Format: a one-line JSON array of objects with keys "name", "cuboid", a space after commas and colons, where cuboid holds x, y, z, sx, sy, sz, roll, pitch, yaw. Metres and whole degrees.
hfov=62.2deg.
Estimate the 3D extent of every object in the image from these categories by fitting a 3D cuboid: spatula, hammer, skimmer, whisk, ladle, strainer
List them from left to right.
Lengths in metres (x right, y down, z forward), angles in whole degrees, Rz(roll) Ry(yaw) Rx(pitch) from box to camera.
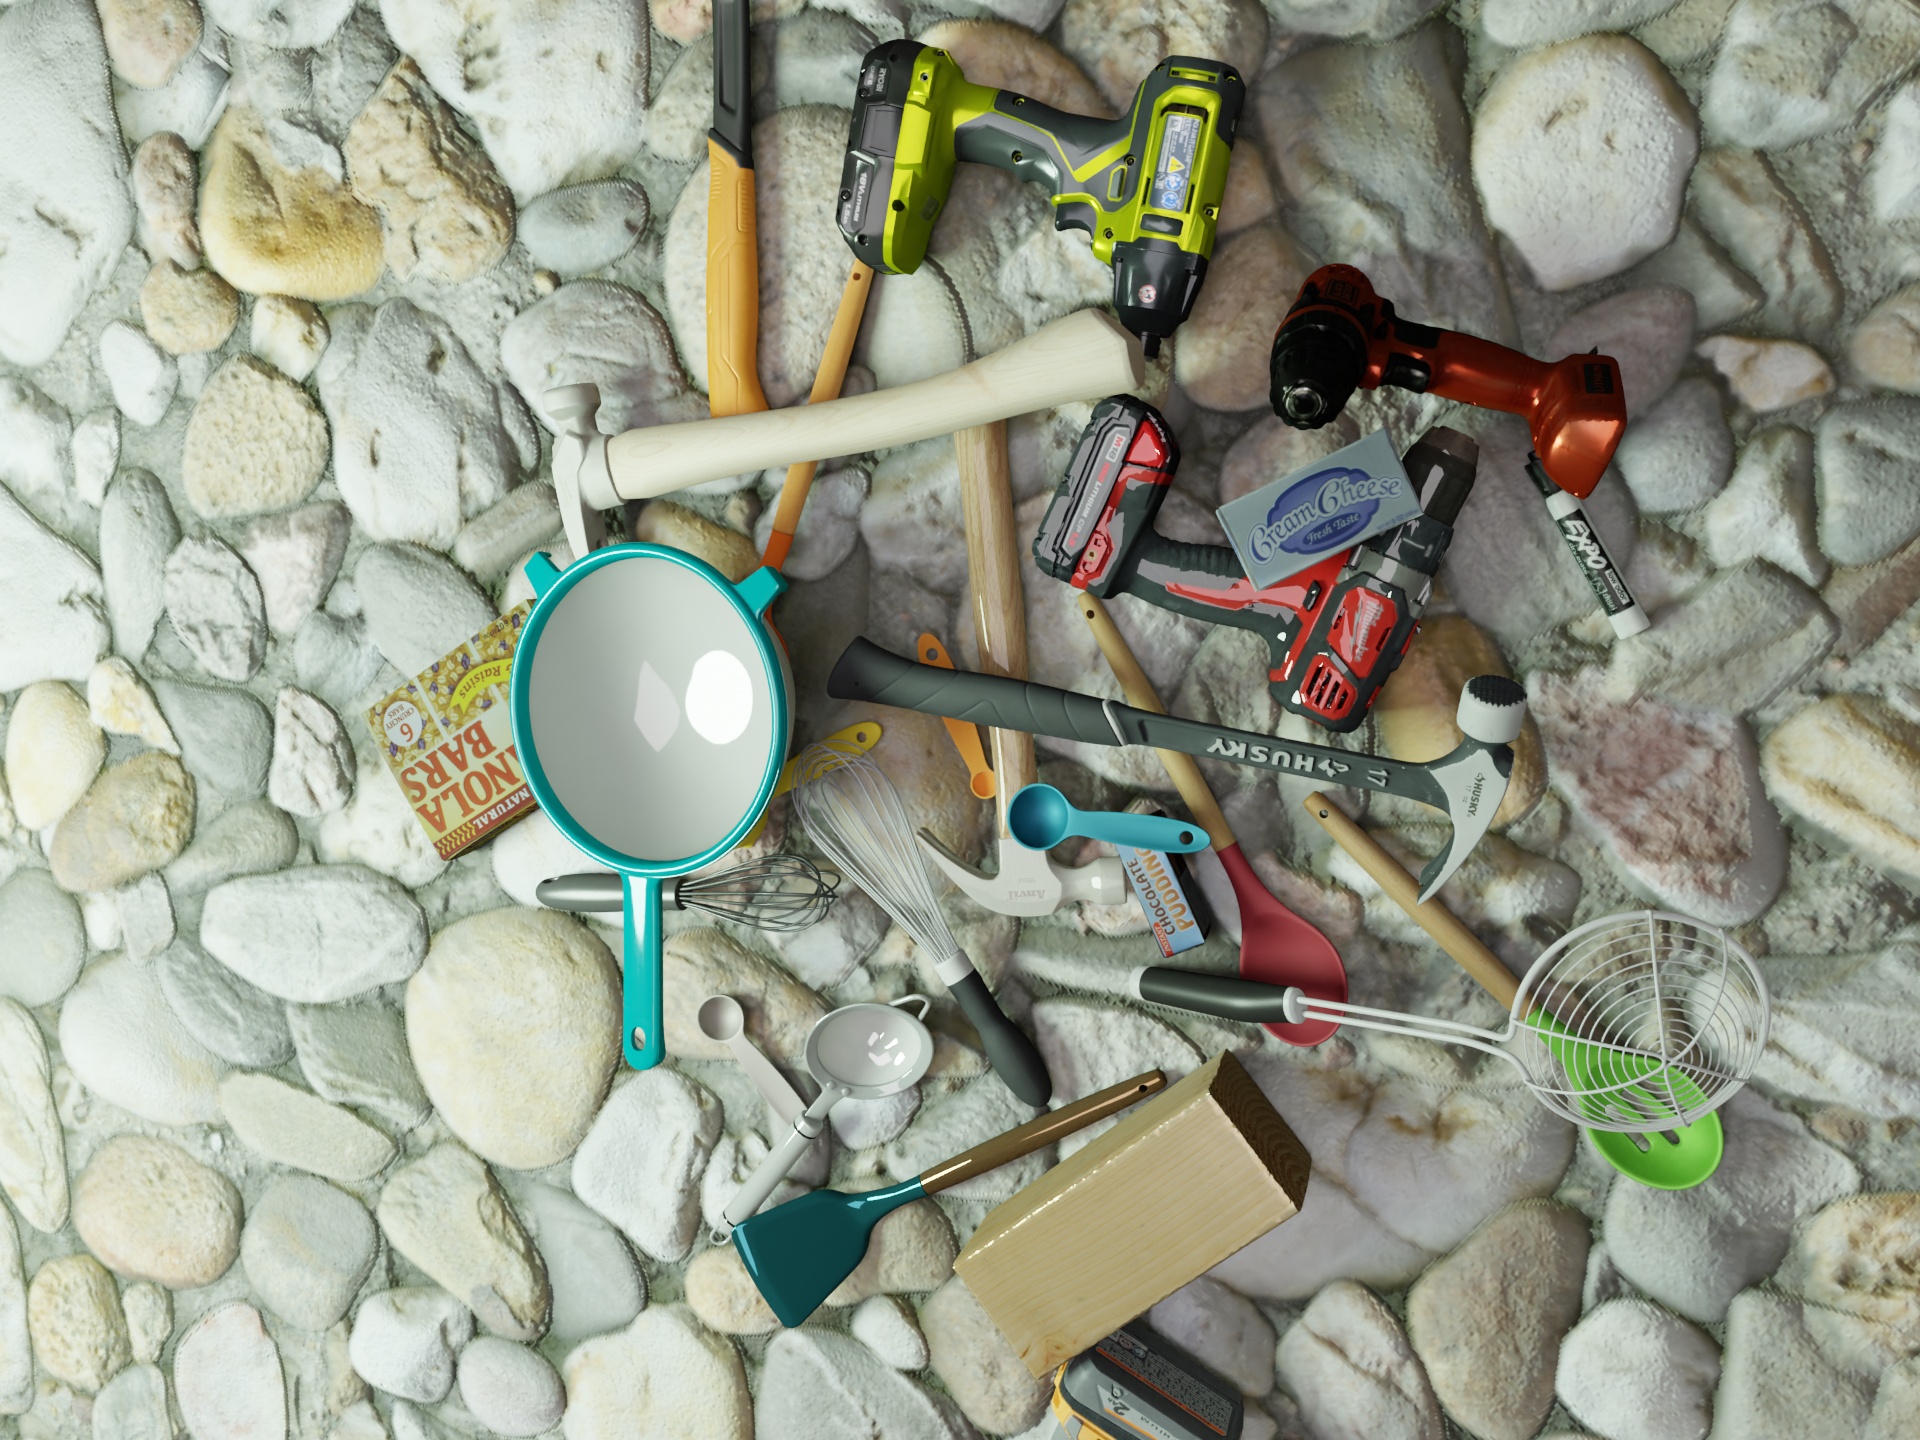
[{"name": "strainer", "cuboid": [-0.184, 0.054, 1.041, 0.211, 0.095, 0.340, 6, 99, 25]}, {"name": "whisk", "cuboid": [-0.192, 0.118, 1.100, 0.239, 0.055, 0.055, -2, 96, 21]}, {"name": "hammer", "cuboid": [-0.157, -0.348, 1.040, 0.127, 0.034, 0.337, 1, 97, 15]}, {"name": "spatula", "cuboid": [-0.108, -0.148, 1.056, 0.081, 0.041, 0.322, 20, 97, 15]}, {"name": "strainer", "cuboid": [-0.100, 0.268, 1.084, 0.086, 0.050, 0.258, 31, 107, -21]}, {"name": "hammer", "cuboid": [-0.082, -0.172, 0.989, 0.411, 0.038, 0.146, -7, 99, 26]}, {"name": "whisk", "cuboid": [-0.021, 0.134, 1.042, 0.070, 0.070, 0.284, -33, 93, 17]}, {"name": "spatula", "cuboid": [-0.003, 0.307, 1.063, 0.317, 0.044, 0.082, -29, 92, 16]}, {"name": "hammer", "cuboid": [0.025, -0.039, 1.017, 0.130, 0.031, 0.331, -6, 92, 6]}, {"name": "hammer", "cuboid": [0.113, 0.009, 0.950, 0.409, 0.036, 0.149, 11, 126, 15]}, {"name": "ladle", "cuboid": [0.152, 0.057, 0.999, 0.069, 0.031, 0.315, -31, 85, 28]}, {"name": "skimmer", "cuboid": [0.259, 0.157, 0.912, 0.363, 0.090, 0.127, 0, 114, 47]}]

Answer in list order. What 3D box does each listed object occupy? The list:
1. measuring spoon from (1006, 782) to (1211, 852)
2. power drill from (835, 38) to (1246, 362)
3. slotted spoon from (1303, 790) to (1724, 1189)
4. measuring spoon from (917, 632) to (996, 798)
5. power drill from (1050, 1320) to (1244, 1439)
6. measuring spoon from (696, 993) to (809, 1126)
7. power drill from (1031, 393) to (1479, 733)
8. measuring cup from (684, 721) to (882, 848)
[{"name": "measuring spoon", "cuboid": [0.092, 0.066, 0.975, 0.129, 0.021, 0.042, 7, 86, 20]}, {"name": "power drill", "cuboid": [0.046, -0.319, 0.964, 0.223, 0.080, 0.171, 13, 100, 12]}, {"name": "slotted spoon", "cuboid": [0.326, 0.155, 0.959, 0.314, 0.031, 0.070, 45, 106, 9]}, {"name": "measuring spoon", "cuboid": [-0.002, -0.003, 1.047, 0.021, 0.011, 0.117, -23, 86, 7]}, {"name": "power drill", "cuboid": [0.103, 0.526, 1.040, 0.185, 0.084, 0.226, 31, 108, 11]}, {"name": "measuring spoon", "cuboid": [-0.139, 0.242, 1.114, 0.034, 0.018, 0.124, -37, 92, 9]}, {"name": "power drill", "cuboid": [0.178, -0.119, 0.948, 0.227, 0.080, 0.188, 27, 103, 9]}, {"name": "measuring cup", "cuboid": [-0.122, 0.040, 1.075, 0.156, 0.029, 0.062, -28, 88, 19]}]
